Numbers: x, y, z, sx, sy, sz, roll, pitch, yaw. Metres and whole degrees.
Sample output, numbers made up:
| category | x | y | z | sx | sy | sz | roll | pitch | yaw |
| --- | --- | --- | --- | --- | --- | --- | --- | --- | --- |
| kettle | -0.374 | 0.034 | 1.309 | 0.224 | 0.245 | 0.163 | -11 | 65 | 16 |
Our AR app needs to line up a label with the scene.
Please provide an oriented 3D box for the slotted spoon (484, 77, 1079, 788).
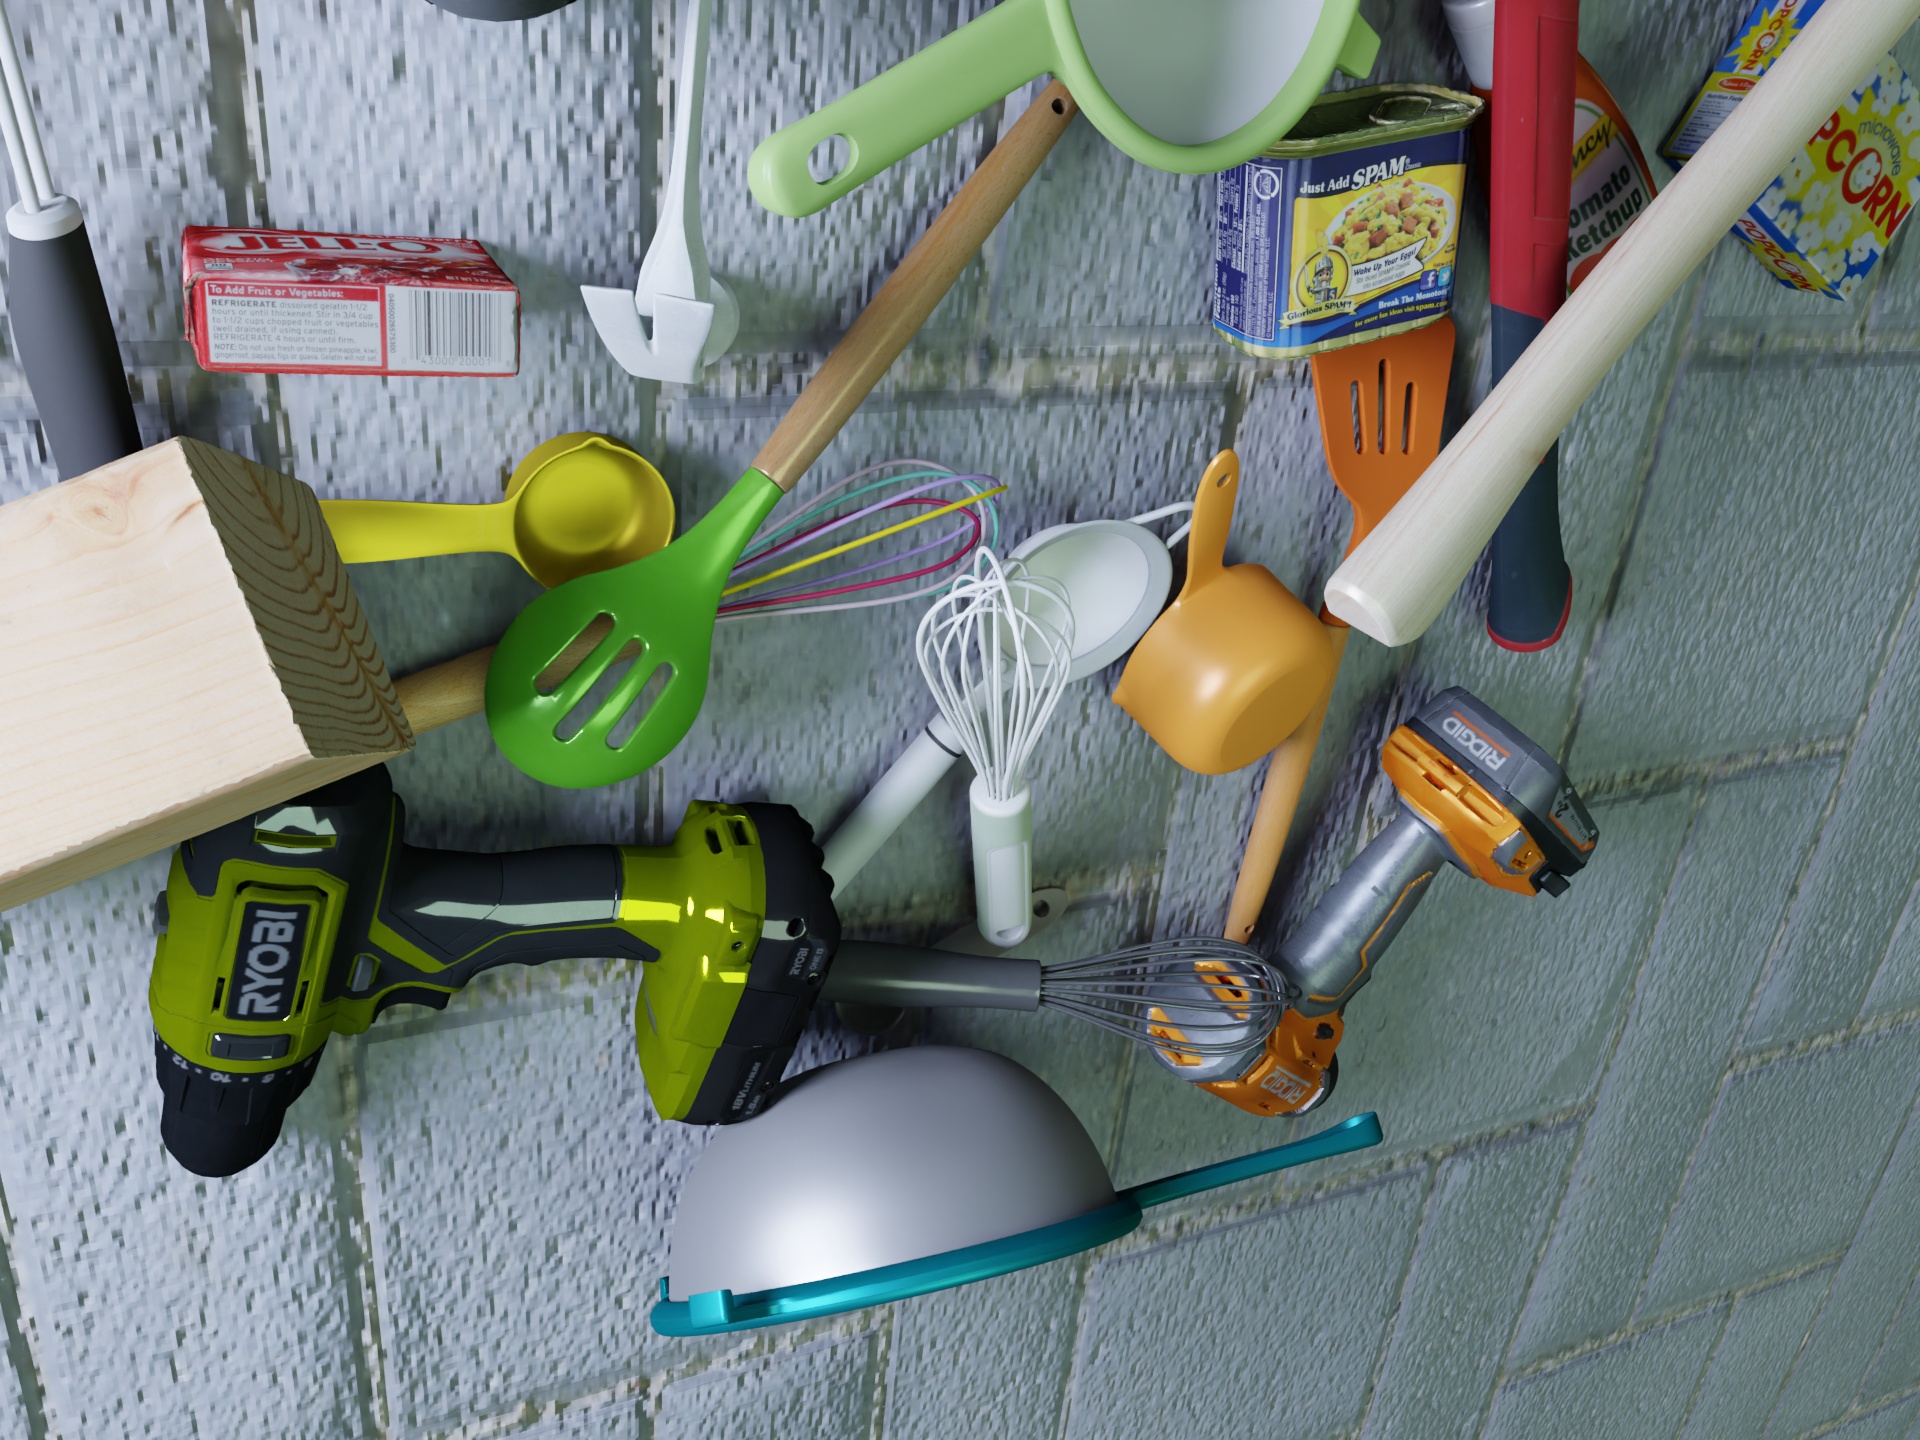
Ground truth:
| category | x | y | z | sx | sy | sz | roll | pitch | yaw |
| --- | --- | --- | --- | --- | --- | --- | --- | --- | --- |
| slotted spoon | -0.053 | -0.105 | 0.553 | 0.070 | 0.031 | 0.314 | 39 | 84 | -19 |

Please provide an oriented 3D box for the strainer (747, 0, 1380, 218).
| category | x | y | z | sx | sy | sz | roll | pitch | yaw |
| --- | --- | --- | --- | --- | --- | --- | --- | --- | --- |
| strainer | 0.025 | -0.230 | 0.507 | 0.256 | 0.069 | 0.151 | -38 | 128 | -20 |

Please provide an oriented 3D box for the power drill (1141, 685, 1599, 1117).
| category | x | y | z | sx | sy | sz | roll | pitch | yaw |
| --- | --- | --- | --- | --- | --- | --- | --- | --- | --- |
| power drill | 0.207 | 0.107 | 0.795 | 0.226 | 0.084 | 0.164 | -47 | 141 | 5 |

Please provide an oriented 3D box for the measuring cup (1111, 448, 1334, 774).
| category | x | y | z | sx | sy | sz | roll | pitch | yaw |
| --- | --- | --- | --- | --- | --- | --- | --- | --- | --- |
| measuring cup | 0.115 | -0.040 | 0.648 | 0.095 | 0.052 | 0.173 | -33 | 152 | -14 |

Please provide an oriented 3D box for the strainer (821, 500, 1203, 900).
| category | x | y | z | sx | sy | sz | roll | pitch | yaw |
| --- | --- | --- | --- | --- | --- | --- | --- | --- | --- |
| strainer | -0.001 | -0.002 | 0.658 | 0.258 | 0.050 | 0.086 | -49 | 137 | 11 |

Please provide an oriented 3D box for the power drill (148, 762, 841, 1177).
| category | x | y | z | sx | sy | sz | roll | pitch | yaw |
| --- | --- | --- | --- | --- | --- | --- | --- | --- | --- |
| power drill | -0.178 | 0.097 | 0.595 | 0.228 | 0.080 | 0.190 | 7 | 123 | -28 |

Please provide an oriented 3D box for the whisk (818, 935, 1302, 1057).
| category | x | y | z | sx | sy | sz | roll | pitch | yaw |
| --- | --- | --- | --- | --- | --- | --- | --- | --- | --- |
| whisk | 0.032 | 0.114 | 0.698 | 0.239 | 0.055 | 0.055 | 5 | 116 | -4 |

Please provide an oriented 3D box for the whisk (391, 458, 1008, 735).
| category | x | y | z | sx | sy | sz | roll | pitch | yaw |
| --- | --- | --- | --- | --- | --- | --- | --- | --- | --- |
| whisk | -0.094 | -0.043 | 0.588 | 0.245 | 0.047 | 0.051 | -21 | 126 | -11 |

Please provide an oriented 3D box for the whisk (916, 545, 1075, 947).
| category | x | y | z | sx | sy | sz | roll | pitch | yaw |
| --- | --- | --- | --- | --- | --- | --- | --- | --- | --- |
| whisk | 0.016 | 0.024 | 0.631 | 0.058 | 0.059 | 0.246 | -14 | 143 | -8 |

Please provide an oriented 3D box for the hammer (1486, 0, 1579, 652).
| category | x | y | z | sx | sy | sz | roll | pitch | yaw |
| --- | --- | --- | --- | --- | --- | --- | --- | --- | --- |
| hammer | 0.215 | -0.156 | 0.628 | 0.143 | 0.038 | 0.385 | -42 | 140 | -19 |

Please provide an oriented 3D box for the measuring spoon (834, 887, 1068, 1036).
| category | x | y | z | sx | sy | sz | roll | pitch | yaw |
| --- | --- | --- | --- | --- | --- | --- | --- | --- | --- |
| measuring spoon | -0.004 | 0.107 | 0.733 | 0.124 | 0.018 | 0.034 | -24 | 96 | -21 |

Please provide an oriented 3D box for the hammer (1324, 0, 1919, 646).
| category | x | y | z | sx | sy | sz | roll | pitch | yaw |
| --- | --- | --- | --- | --- | --- | --- | --- | --- | --- |
| hammer | 0.274 | -0.197 | 0.597 | 0.410 | 0.038 | 0.146 | -49 | 143 | -6 |

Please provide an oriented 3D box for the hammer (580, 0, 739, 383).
| category | x | y | z | sx | sy | sz | roll | pitch | yaw |
| --- | --- | --- | --- | --- | --- | --- | --- | --- | --- |
| hammer | -0.060 | -0.293 | 0.426 | 0.035 | 0.144 | 0.405 | 7 | 108 | -7 |

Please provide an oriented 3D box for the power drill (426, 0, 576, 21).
| category | x | y | z | sx | sy | sz | roll | pitch | yaw |
| --- | --- | --- | --- | --- | --- | --- | --- | --- | --- |
| power drill | -0.121 | -0.283 | 0.374 | 0.078 | 0.143 | 0.219 | -5 | 117 | -8 |

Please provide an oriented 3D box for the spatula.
| category | x | y | z | sx | sy | sz | roll | pitch | yaw |
| --- | --- | --- | --- | --- | --- | --- | --- | --- | --- |
| spatula | 0.163 | -0.029 | 0.741 | 0.081 | 0.041 | 0.322 | -5 | 122 | -26 |

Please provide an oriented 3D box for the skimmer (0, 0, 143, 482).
| category | x | y | z | sx | sy | sz | roll | pitch | yaw |
| --- | --- | --- | --- | --- | --- | --- | --- | --- | --- |
| skimmer | -0.216 | -0.182 | 0.398 | 0.090 | 0.127 | 0.363 | 6 | 127 | -1 |

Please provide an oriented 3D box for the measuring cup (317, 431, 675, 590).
| category | x | y | z | sx | sy | sz | roll | pitch | yaw |
| --- | --- | --- | --- | --- | --- | --- | --- | --- | --- |
| measuring cup | -0.176 | -0.069 | 0.538 | 0.156 | 0.029 | 0.062 | -5 | 118 | -23 |

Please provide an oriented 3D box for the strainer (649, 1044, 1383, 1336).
| category | x | y | z | sx | sy | sz | roll | pitch | yaw |
| --- | --- | --- | --- | --- | --- | --- | --- | --- | --- |
| strainer | 0.026 | 0.183 | 0.704 | 0.340 | 0.211 | 0.095 | -9 | 76 | -17 |
